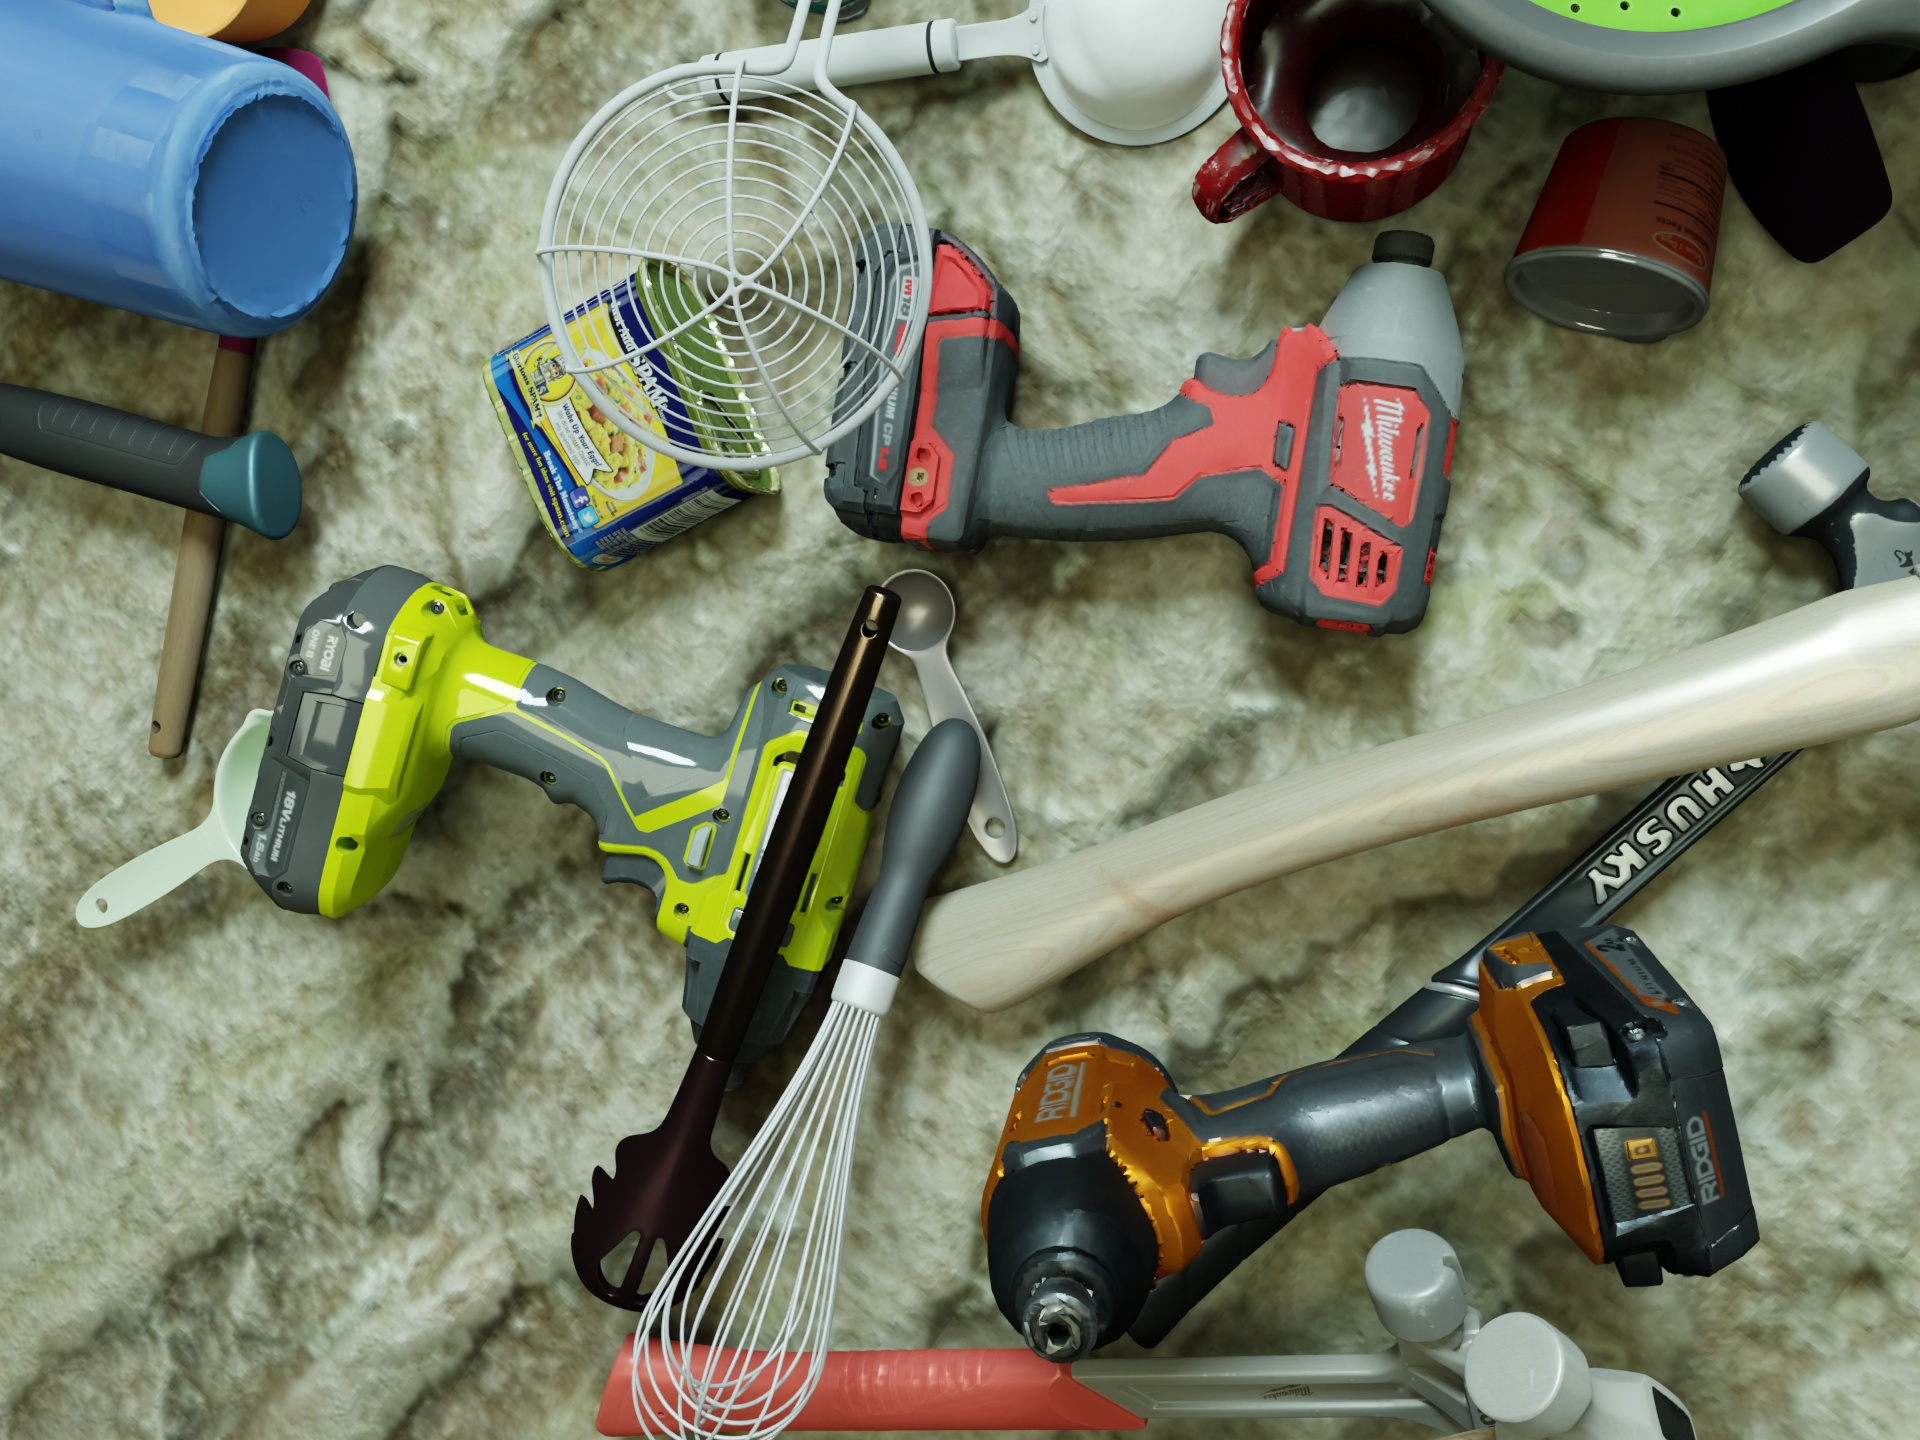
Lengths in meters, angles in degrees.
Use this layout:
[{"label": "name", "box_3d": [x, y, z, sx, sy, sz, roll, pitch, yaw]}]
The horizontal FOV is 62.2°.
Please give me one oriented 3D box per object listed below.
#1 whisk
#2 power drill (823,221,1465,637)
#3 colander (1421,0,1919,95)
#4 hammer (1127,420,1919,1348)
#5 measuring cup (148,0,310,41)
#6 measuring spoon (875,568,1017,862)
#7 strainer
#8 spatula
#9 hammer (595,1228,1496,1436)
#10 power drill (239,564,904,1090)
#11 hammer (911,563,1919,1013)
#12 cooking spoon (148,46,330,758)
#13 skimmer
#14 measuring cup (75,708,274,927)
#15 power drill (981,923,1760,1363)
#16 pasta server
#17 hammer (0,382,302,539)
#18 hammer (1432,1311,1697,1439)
[{"label": "whisk", "box_3d": [-0.046, 0.130, 0.589, 0.070, 0.070, 0.285, 17, 76, 13]}, {"label": "power drill", "box_3d": [0.070, -0.116, 0.584, 0.220, 0.078, 0.143, 10, 94, 11]}, {"label": "colander", "box_3d": [0.267, -0.236, 0.473, 0.397, 0.094, 0.204, 41, 108, -6]}, {"label": "hammer", "box_3d": [0.204, 0.090, 0.579, 0.149, 0.036, 0.409, 46, 102, 7]}, {"label": "measuring cup", "box_3d": [-0.312, -0.373, 0.660, 0.095, 0.052, 0.173, 11, 110, 15]}, {"label": "measuring spoon", "box_3d": [-0.001, -0.002, 0.638, 0.034, 0.018, 0.124, -19, 94, 19]}, {"label": "strainer", "box_3d": [0.001, -0.260, 0.614, 0.258, 0.050, 0.086, -1, 106, 17]}, {"label": "spatula", "box_3d": [0.247, -0.307, 0.551, 0.018, 0.060, 0.316, -15, 83, -14]}, {"label": "hammer", "box_3d": [0.023, 0.264, 0.613, 0.359, 0.037, 0.149, -10, 120, 20]}, {"label": "power drill", "box_3d": [-0.151, 0.041, 0.627, 0.223, 0.080, 0.171, 17, 97, -2]}, {"label": "hammer", "box_3d": [0.161, 0.013, 0.557, 0.410, 0.038, 0.146, -20, 75, 23]}, {"label": "cooking spoon", "box_3d": [-0.328, -0.139, 0.709, 0.069, 0.017, 0.319, 14, 95, 18]}, {"label": "skimmer", "box_3d": [-0.051, -0.263, 0.570, 0.127, 0.090, 0.364, 16, 65, -13]}, {"label": "measuring cup", "box_3d": [-0.319, 0.052, 0.705, 0.167, 0.038, 0.083, -27, 86, 15]}, {"label": "power drill", "box_3d": [0.117, 0.138, 0.501, 0.226, 0.164, 0.084, -14, 97, 12]}, {"label": "pasta server", "box_3d": [-0.081, 0.096, 0.592, 0.060, 0.040, 0.316, 19, 105, -7]}, {"label": "hammer", "box_3d": [-0.435, -0.139, 0.716, 0.331, 0.033, 0.128, 16, 97, 18]}, {"label": "hammer", "box_3d": [0.095, 0.281, 0.555, 0.130, 0.031, 0.331, 37, 129, -27]}]
